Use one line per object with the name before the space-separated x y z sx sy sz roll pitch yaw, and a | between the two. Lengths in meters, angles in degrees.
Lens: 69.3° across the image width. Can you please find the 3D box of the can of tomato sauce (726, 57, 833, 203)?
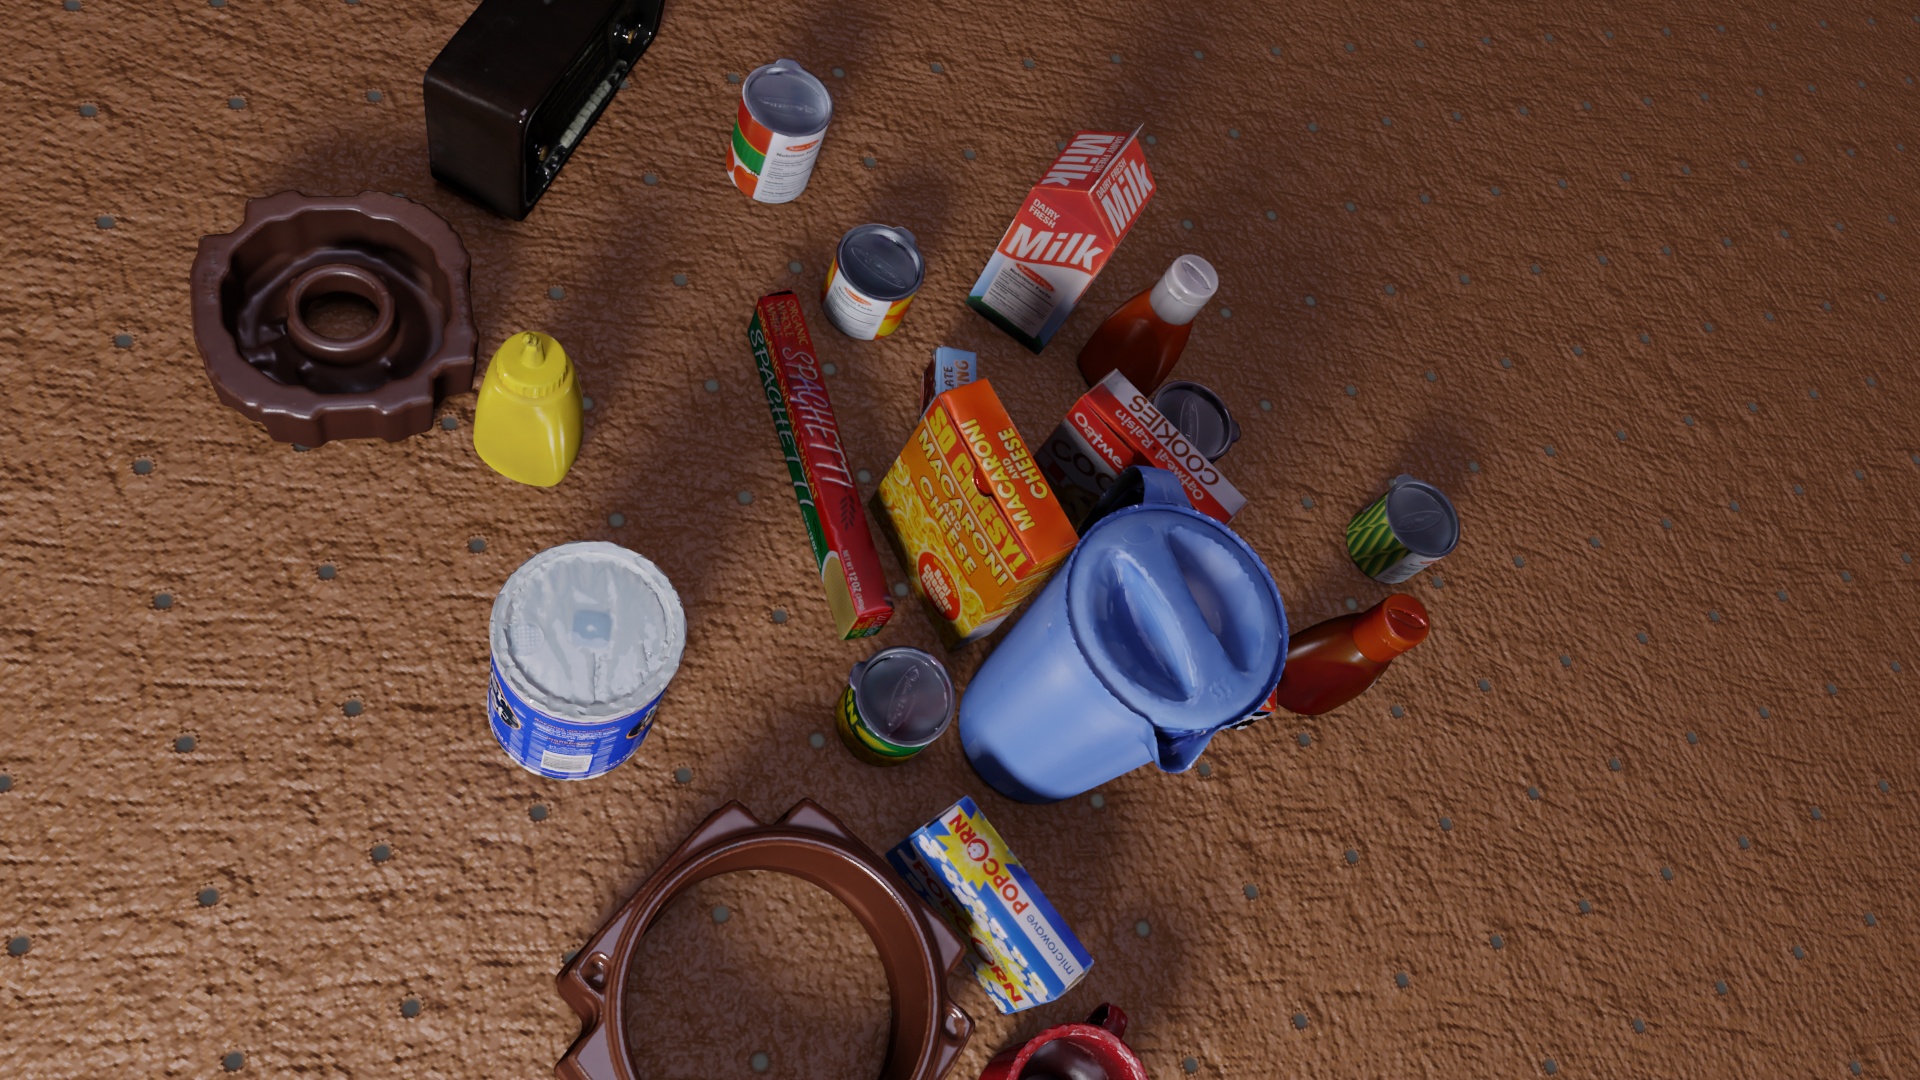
can of tomato sauce | -0.137 -0.304 1.037 0.071 0.082 0.071 8 65 -16

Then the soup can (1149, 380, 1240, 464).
soup can | 0.157 -0.070 1.035 0.071 0.083 0.071 8 65 -16

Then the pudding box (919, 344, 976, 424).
pudding box | -0.010 -0.093 1.006 0.030 0.049 0.084 8 64 -16

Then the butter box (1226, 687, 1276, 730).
butter box | 0.164 0.108 0.975 0.103 0.053 0.024 12 64 -14

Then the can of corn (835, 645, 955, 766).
can of corn | -0.045 0.107 0.898 0.071 0.058 0.071 8 65 -16

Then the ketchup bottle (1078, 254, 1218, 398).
ketchup bottle | 0.141 -0.156 1.031 0.044 0.148 0.065 -39 84 -29

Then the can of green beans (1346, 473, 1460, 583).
can of green beans | 0.346 -0.006 1.089 0.071 0.057 0.071 8 65 -16

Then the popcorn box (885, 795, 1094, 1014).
popcorn box | 0.016 0.225 0.851 0.038 0.085 0.127 -34 81 -29

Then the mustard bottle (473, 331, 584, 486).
mustard bottle | -0.262 -0.087 0.850 0.065 0.159 0.049 21 62 -10

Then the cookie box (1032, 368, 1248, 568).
cookie box | 0.104 -0.026 0.949 0.123 0.166 0.040 46 61 4

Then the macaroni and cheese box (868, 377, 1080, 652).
macaroni and cheese box | 0.003 -0.011 0.907 0.040 0.165 0.124 -23 76 -27

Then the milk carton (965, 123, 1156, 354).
milk carton | 0.078 -0.226 1.017 0.073 0.189 0.073 35 60 -2

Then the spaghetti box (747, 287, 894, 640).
spaghetti box | -0.099 -0.055 0.957 0.029 0.050 0.250 -11 71 -23

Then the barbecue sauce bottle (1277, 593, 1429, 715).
barbecue sauce bottle | 0.269 0.079 0.970 0.065 0.148 0.044 25 61 -8

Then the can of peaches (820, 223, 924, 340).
can of peaches | -0.064 -0.191 1.026 0.071 0.057 0.071 8 65 -16
